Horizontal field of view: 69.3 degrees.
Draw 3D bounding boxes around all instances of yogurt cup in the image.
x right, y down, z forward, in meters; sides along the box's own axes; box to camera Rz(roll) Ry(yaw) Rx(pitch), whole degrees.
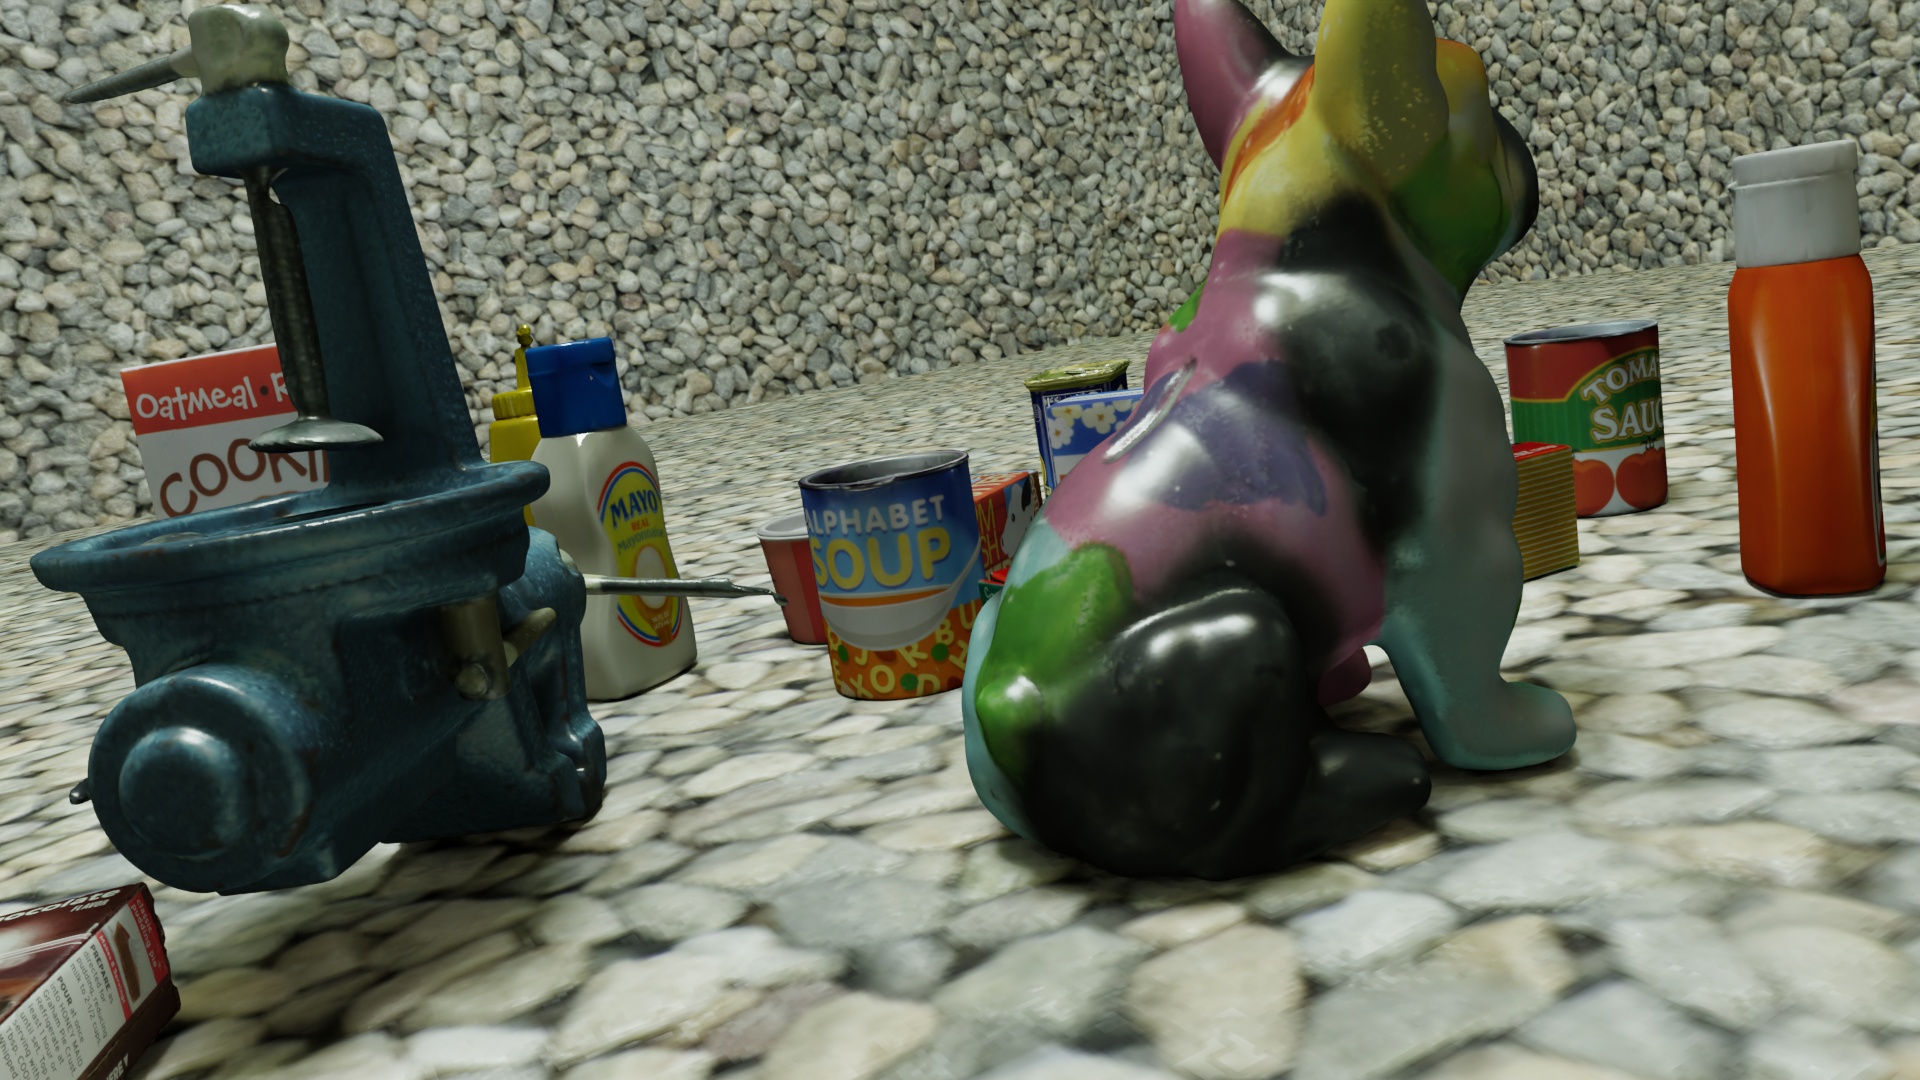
[{"bbox_3d":[-0.055,0.014,0.635,0.072,0.054,0.072,-9,10,2],"label":"yogurt cup"}]

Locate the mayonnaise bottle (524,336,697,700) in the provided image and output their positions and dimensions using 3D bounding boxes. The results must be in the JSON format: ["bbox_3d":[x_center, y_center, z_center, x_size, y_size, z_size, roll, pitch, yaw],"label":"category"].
[{"bbox_3d":[-0.152,-0.011,0.590,0.041,0.147,0.065,-4,11,27],"label":"mayonnaise bottle"}]

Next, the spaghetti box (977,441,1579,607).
[{"bbox_3d":[0.126,0.011,0.511,0.251,0.050,0.028,-13,11,-23],"label":"spaghetti box"}]

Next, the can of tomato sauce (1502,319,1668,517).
[{"bbox_3d":[0.294,-0.057,0.648,0.071,0.083,0.071,-9,10,2],"label":"can of tomato sauce"}]

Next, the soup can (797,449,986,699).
[{"bbox_3d":[-0.024,0.013,0.534,0.071,0.083,0.071,-9,10,2],"label":"soup can"}]

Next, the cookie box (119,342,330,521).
[{"bbox_3d":[-0.274,-0.002,0.592,0.123,0.167,0.040,-6,10,14],"label":"cookie box"}]

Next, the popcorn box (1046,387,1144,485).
[{"bbox_3d":[0.109,-0.031,0.656,0.126,0.085,0.038,-3,11,29],"label":"popcorn box"}]

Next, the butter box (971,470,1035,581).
[{"bbox_3d":[0.006,0.003,0.648,0.024,0.053,0.104,-4,11,28],"label":"butter box"}]

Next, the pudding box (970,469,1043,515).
[{"bbox_3d":[0.003,-0.009,0.728,0.083,0.049,0.030,-2,12,33],"label":"pudding box"}]

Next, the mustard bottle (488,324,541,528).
[{"bbox_3d":[-0.200,-0.026,0.682,0.049,0.160,0.065,-6,10,15],"label":"mustard bottle"}]

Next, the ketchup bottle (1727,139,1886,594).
[{"bbox_3d":[0.289,-0.059,0.477,0.043,0.148,0.065,-4,11,25],"label":"ketchup bottle"}]
